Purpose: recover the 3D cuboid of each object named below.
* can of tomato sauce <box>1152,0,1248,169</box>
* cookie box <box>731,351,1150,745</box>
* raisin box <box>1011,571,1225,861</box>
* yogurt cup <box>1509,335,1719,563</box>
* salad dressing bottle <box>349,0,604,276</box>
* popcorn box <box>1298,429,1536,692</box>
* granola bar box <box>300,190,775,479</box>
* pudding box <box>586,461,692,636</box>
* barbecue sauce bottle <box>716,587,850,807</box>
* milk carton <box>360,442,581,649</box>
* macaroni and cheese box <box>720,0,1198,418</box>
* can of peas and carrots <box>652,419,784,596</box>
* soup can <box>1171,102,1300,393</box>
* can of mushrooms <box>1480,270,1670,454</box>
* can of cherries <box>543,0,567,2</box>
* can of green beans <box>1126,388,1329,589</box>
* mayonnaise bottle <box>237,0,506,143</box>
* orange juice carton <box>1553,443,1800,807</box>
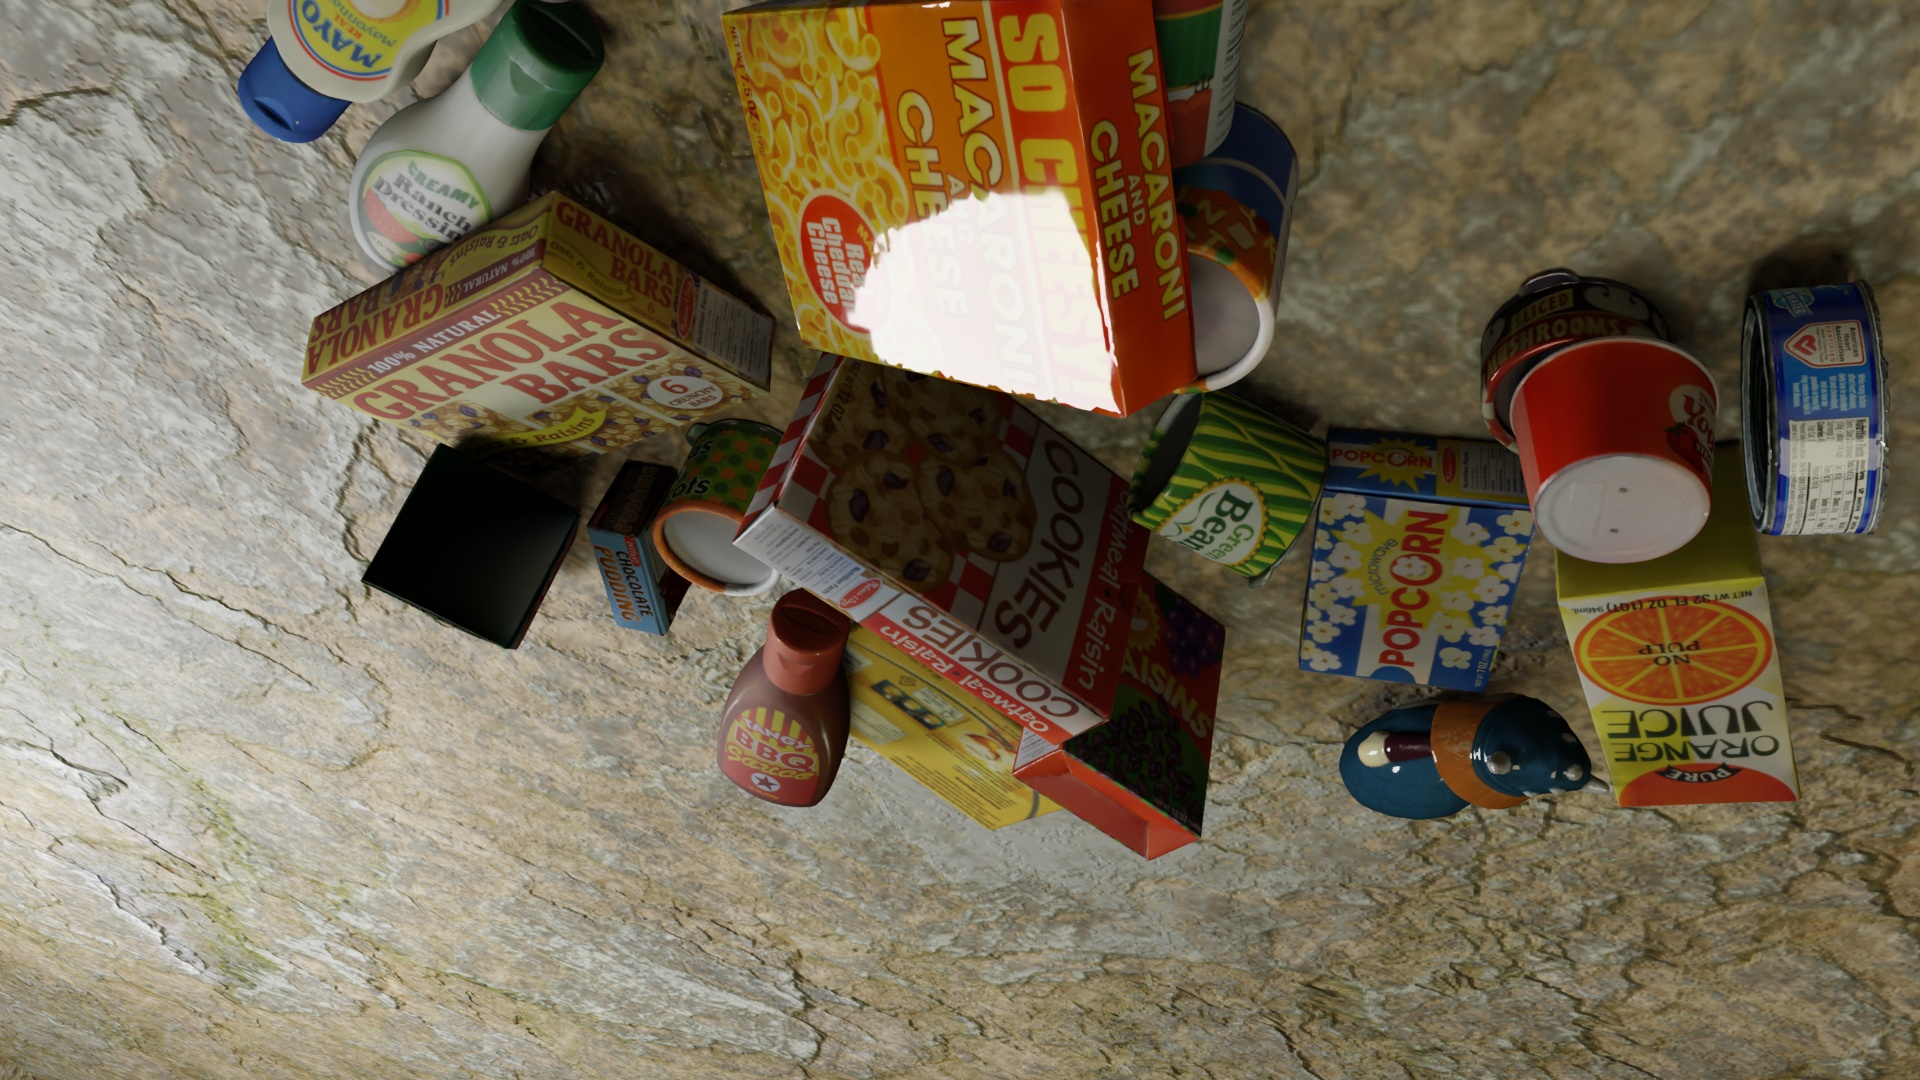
[{"bbox_3d":[0.054,-0.167,0.430,0.071,0.071,0.082,9,141,10],"label":"can of tomato sauce"},{"bbox_3d":[0.002,-0.007,0.591,0.167,0.123,0.040,34,139,-19],"label":"cookie box"},{"bbox_3d":[0.078,0.075,0.659,0.086,0.124,0.040,33,137,-19],"label":"raisin box"},{"bbox_3d":[0.227,-0.029,0.482,0.072,0.054,0.072,11,141,9],"label":"yogurt cup"},{"bbox_3d":[-0.192,-0.158,0.550,0.064,0.044,0.147,35,138,-26],"label":"salad dressing bottle"},{"bbox_3d":[0.197,0.011,0.608,0.085,0.038,0.126,6,139,13],"label":"popcorn box"},{"bbox_3d":[-0.184,-0.081,0.607,0.165,0.039,0.124,-15,154,33],"label":"granola bar box"},{"bbox_3d":[-0.165,0.005,0.727,0.030,0.050,0.083,11,140,10],"label":"pudding box"},{"bbox_3d":[-0.082,0.077,0.678,0.065,0.044,0.147,22,142,2],"label":"barbecue sauce bottle"},{"bbox_3d":[-0.245,0.010,0.712,0.072,0.073,0.190,28,168,-13],"label":"milk carton"},{"bbox_3d":[-0.003,-0.115,0.450,0.166,0.040,0.123,19,131,46],"label":"macaroni and cheese box"},{"bbox_3d":[-0.111,-0.016,0.674,0.071,0.059,0.070,10,140,9],"label":"can of peas and carrots"},{"bbox_3d":[0.077,-0.103,0.482,0.071,0.084,0.071,11,140,9],"label":"soup can"},{"bbox_3d":[0.226,-0.063,0.514,0.071,0.034,0.070,11,141,9],"label":"can of mushrooms"},{"bbox_3d":[-0.120,-0.211,0.438,0.058,0.072,0.071,-9,134,29],"label":"can of cherries"},{"bbox_3d":[0.109,-0.025,0.575,0.058,0.071,0.071,26,140,-9],"label":"can of green beans"},{"bbox_3d":[-0.220,-0.198,0.515,0.147,0.041,0.064,-23,128,38],"label":"mayonnaise bottle"},{"bbox_3d":[0.306,0.054,0.589,0.071,0.073,0.192,-9,134,29],"label":"orange juice carton"}]
